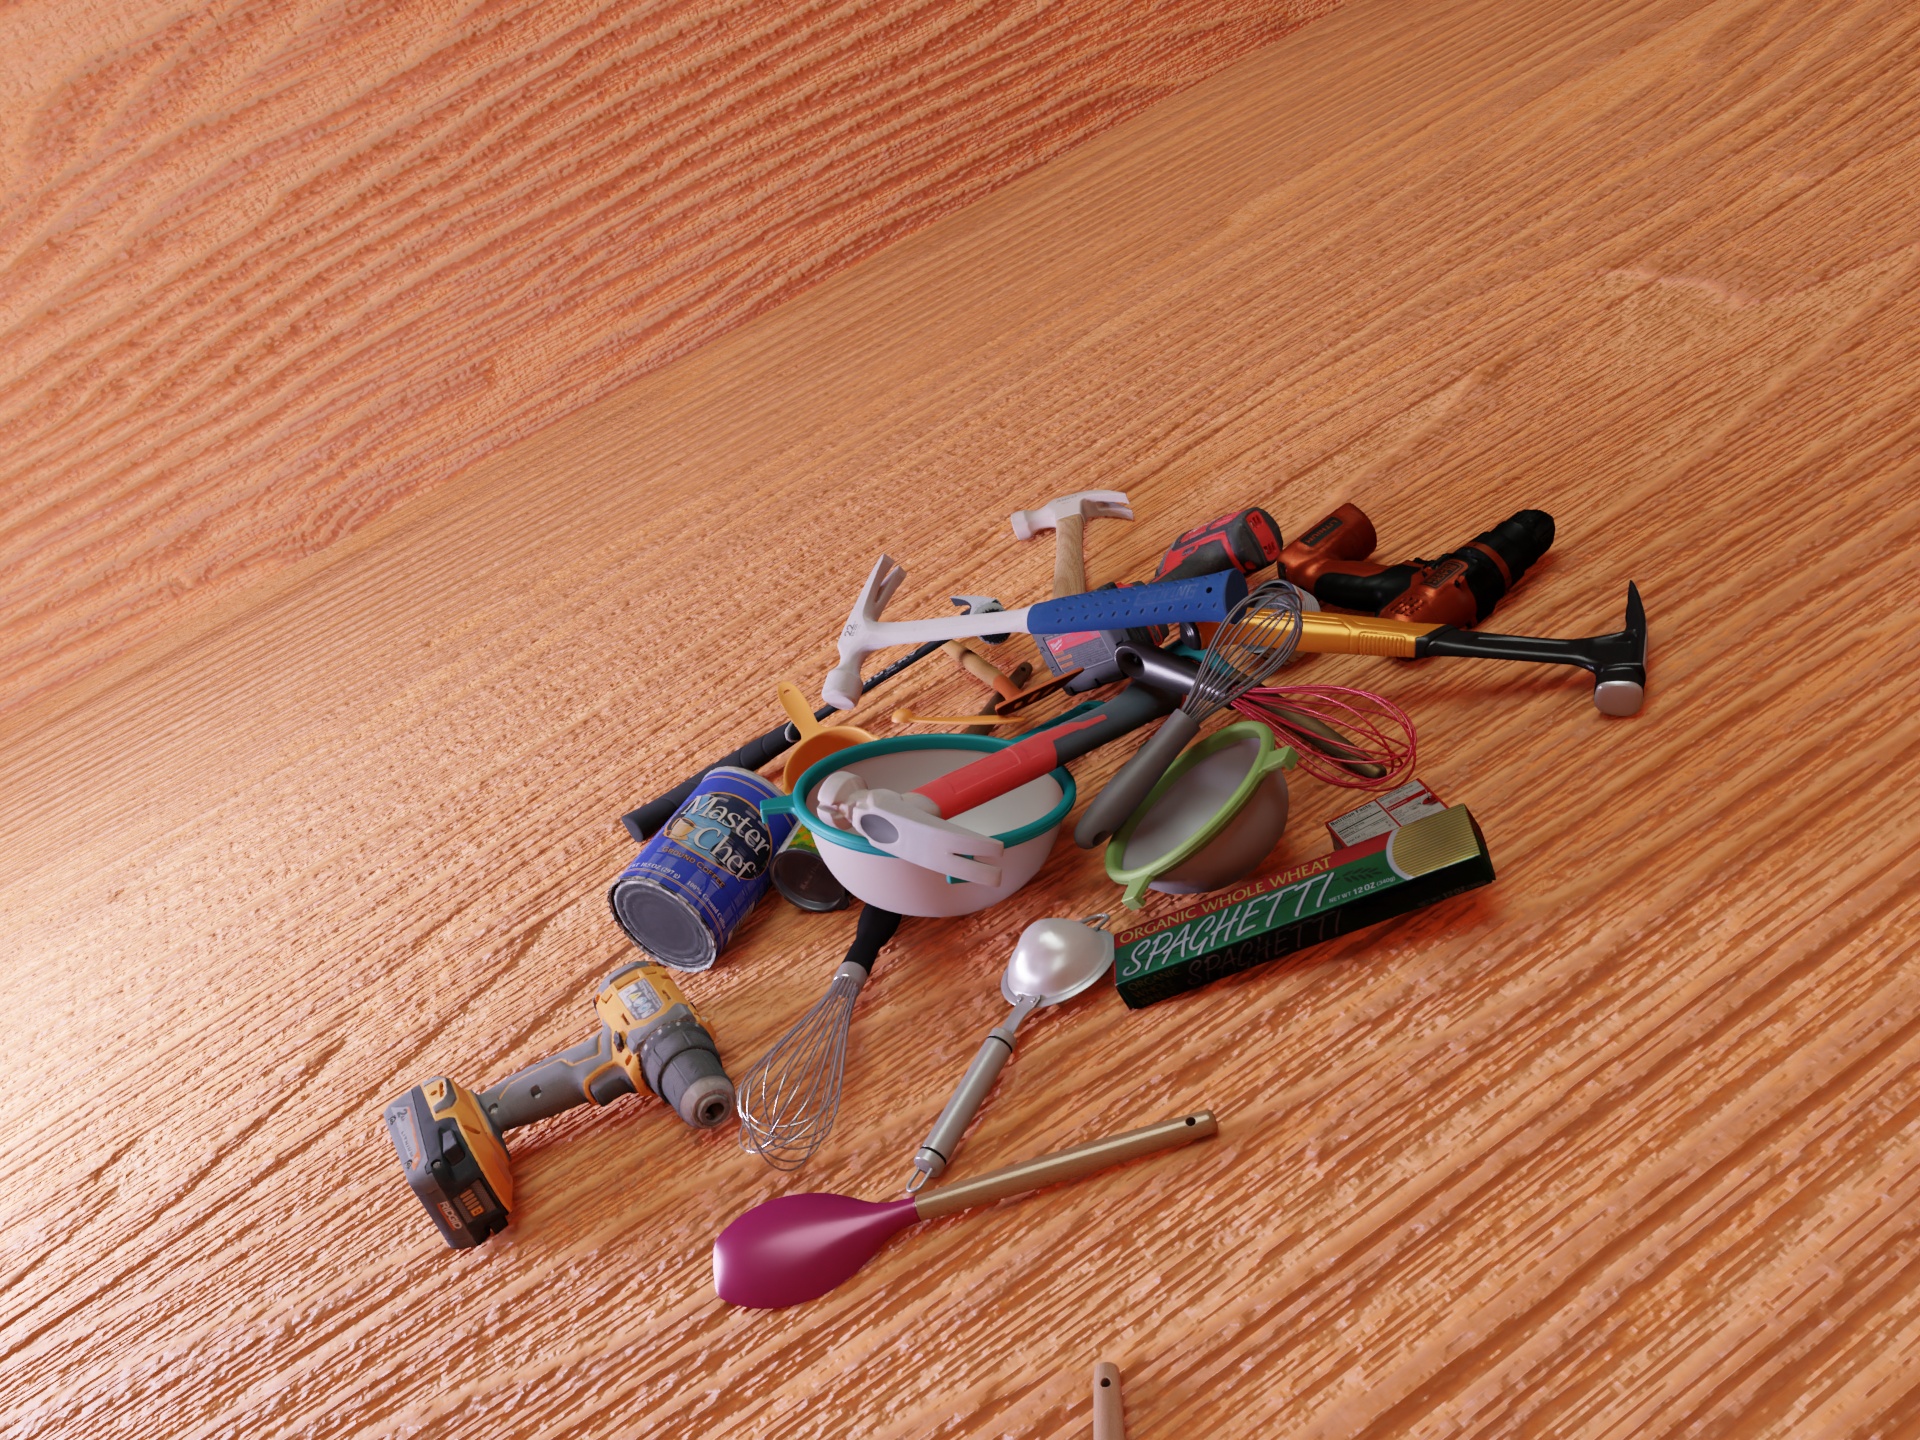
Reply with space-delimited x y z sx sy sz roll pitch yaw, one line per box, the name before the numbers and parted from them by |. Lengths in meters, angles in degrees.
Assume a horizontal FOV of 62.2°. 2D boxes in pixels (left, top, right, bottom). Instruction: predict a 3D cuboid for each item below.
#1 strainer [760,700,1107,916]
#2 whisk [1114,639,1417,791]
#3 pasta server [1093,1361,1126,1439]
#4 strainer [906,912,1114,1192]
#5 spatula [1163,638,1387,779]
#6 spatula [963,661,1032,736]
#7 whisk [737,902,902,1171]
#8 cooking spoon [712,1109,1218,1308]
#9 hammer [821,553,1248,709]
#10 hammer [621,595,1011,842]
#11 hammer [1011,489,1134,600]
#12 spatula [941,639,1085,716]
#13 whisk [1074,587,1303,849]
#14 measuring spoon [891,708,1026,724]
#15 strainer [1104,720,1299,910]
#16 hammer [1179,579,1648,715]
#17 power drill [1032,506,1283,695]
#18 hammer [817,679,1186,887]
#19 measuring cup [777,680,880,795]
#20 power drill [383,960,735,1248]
strainer | 0.020 0.071 1.243 0.211 0.095 0.340 14 25 34
whisk | 0.219 -0.014 1.187 0.073 0.073 0.296 -38 37 -23
pasta server | 0.068 0.408 0.679 0.060 0.040 0.316 -7 30 7
strainer | 0.031 0.204 1.047 0.087 0.050 0.258 -6 36 42
spatula | 0.238 -0.016 1.273 0.082 0.044 0.318 -30 34 -11
spatula | -0.004 0.038 1.356 0.060 0.018 0.316 31 44 5
whisk | -0.088 0.205 1.124 0.070 0.070 0.285 -11 26 23
cooking spoon | -0.001 0.283 0.948 0.319 0.017 0.069 -18 49 6
hammer | 0.052 -0.088 1.309 0.405 0.035 0.144 -4 60 40
hammer | -0.138 -0.003 1.485 0.409 0.036 0.149 -31 15 0
hammer | 0.111 -0.147 1.577 0.130 0.031 0.332 -17 30 14
spatula | 0.027 -0.048 1.425 0.081 0.041 0.323 -24 19 -10
whisk | 0.162 -0.001 1.139 0.239 0.055 0.055 -49 31 -1
measuring spoon | -0.002 -0.004 1.297 0.117 0.011 0.021 0 12 21
strainer | 0.173 0.065 1.158 0.151 0.069 0.256 -44 10 6
hammer | 0.332 -0.066 1.189 0.337 0.034 0.127 6 40 21
power drill | 0.172 -0.111 1.403 0.219 0.078 0.143 -34 8 -33
hammer | 0.074 0.028 1.165 0.143 0.038 0.386 19 25 32
measuring cup | -0.120 0.030 1.398 0.095 0.052 0.174 -30 44 -6
power drill | -0.275 0.275 1.125 0.226 0.084 0.185 -30 30 -18
